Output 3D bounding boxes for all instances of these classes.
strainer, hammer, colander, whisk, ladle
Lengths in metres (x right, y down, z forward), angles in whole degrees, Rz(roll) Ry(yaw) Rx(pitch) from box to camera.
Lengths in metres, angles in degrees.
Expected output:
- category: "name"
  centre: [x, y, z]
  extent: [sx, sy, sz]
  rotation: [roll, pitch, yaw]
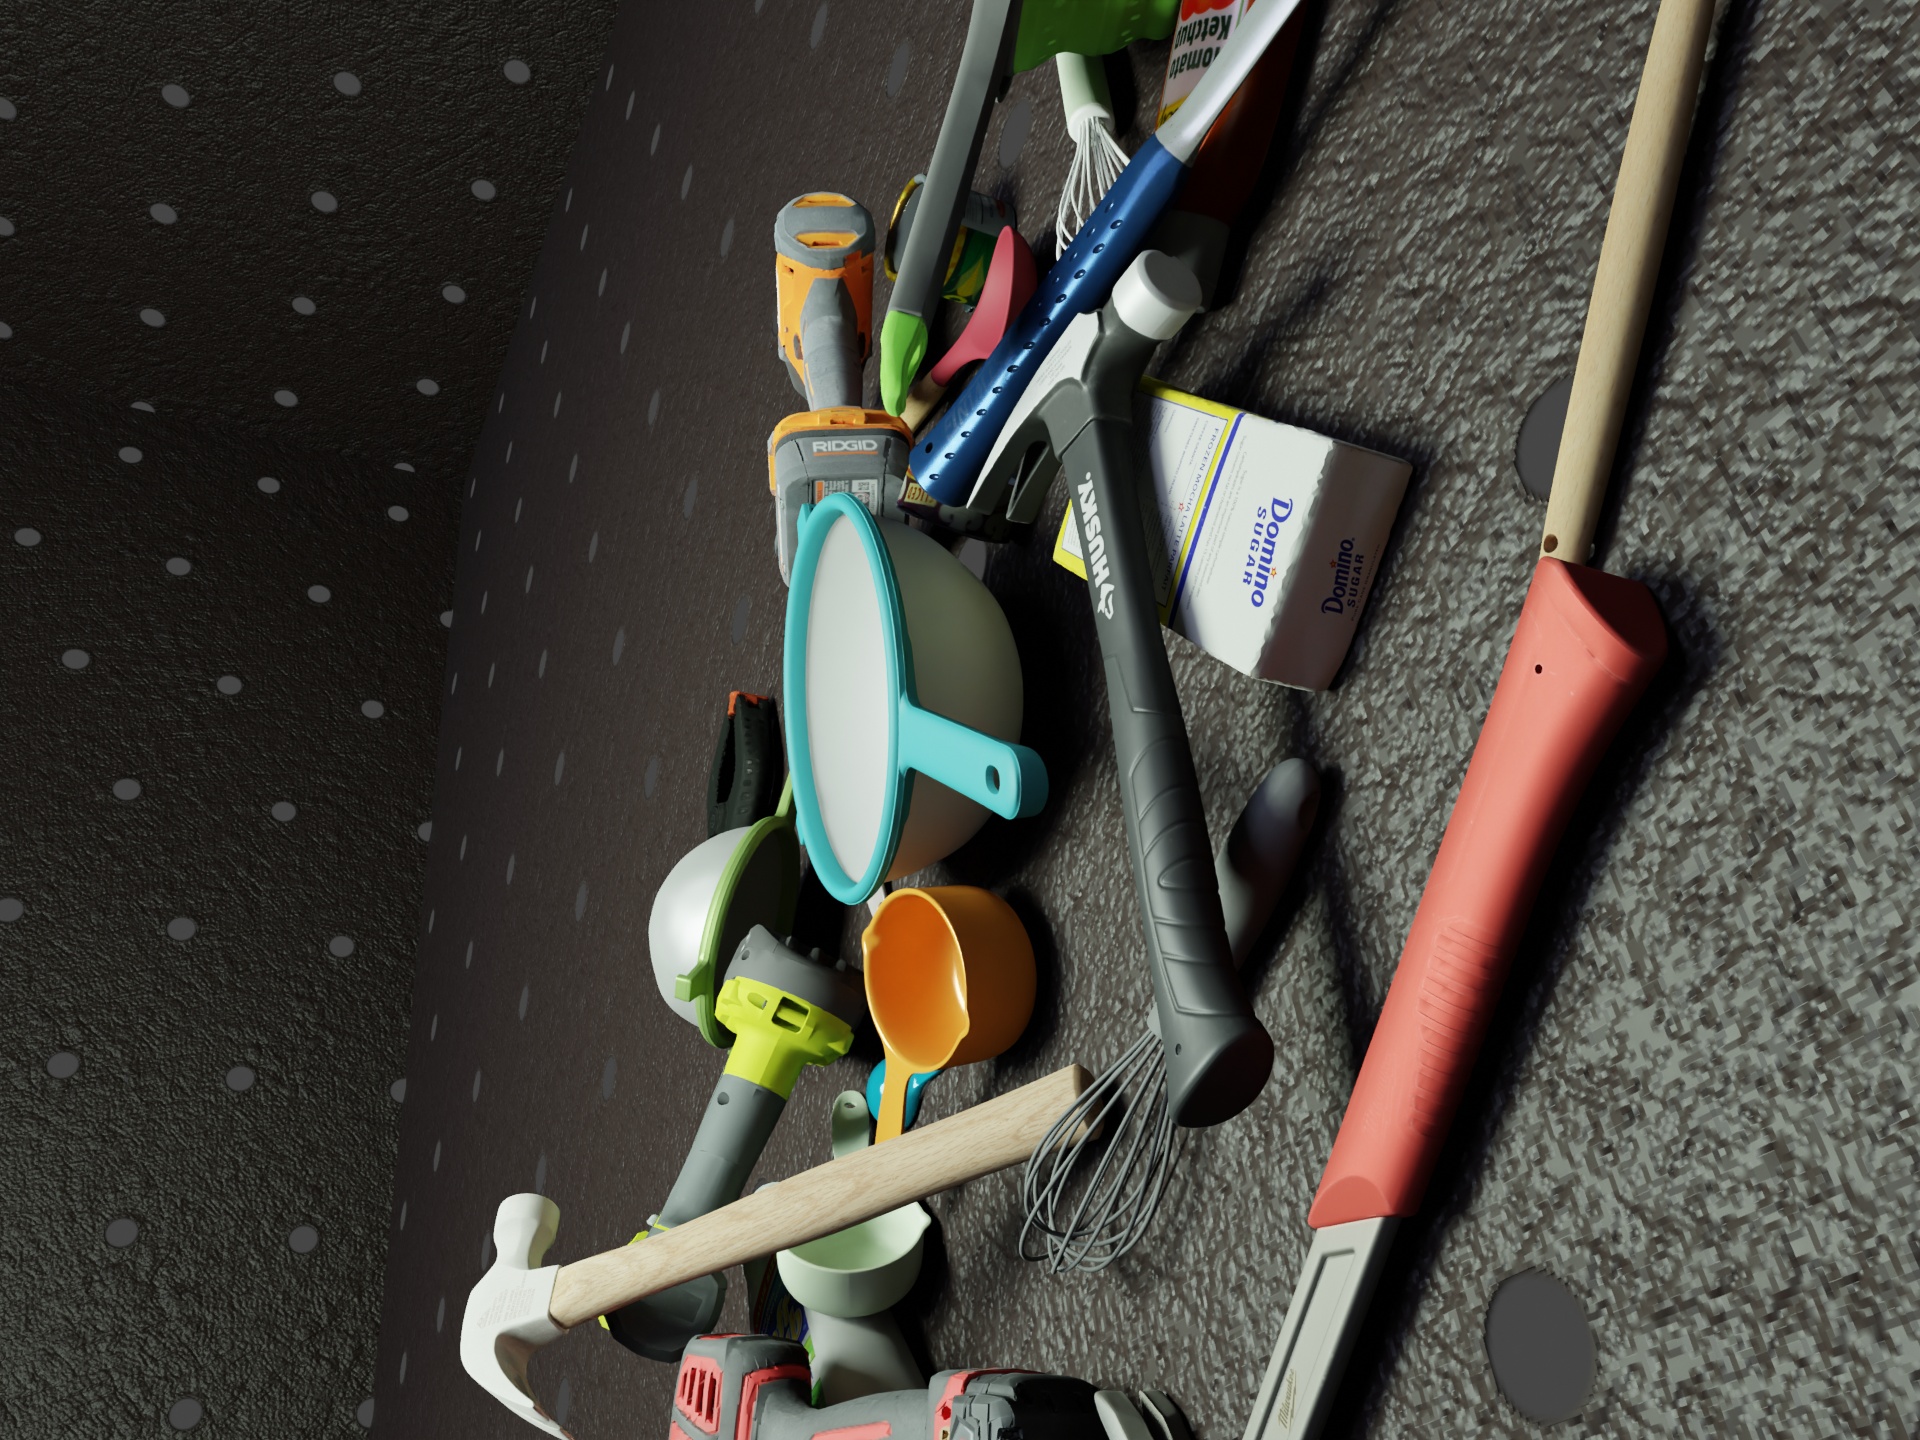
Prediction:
- category: "strainer"
  centre: [-0.146, 0.082, 1.039]
  extent: [0.151, 0.069, 0.256]
  rotation: [76, -153, -63]
- category: "hammer"
  centre: [0.135, 0.122, 0.511]
  extent: [0.149, 0.036, 0.359]
  rotation: [39, 116, 63]
- category: "hammer"
  centre: [0.097, -0.244, 0.662]
  extent: [0.405, 0.035, 0.144]
  rotation: [-51, 48, 34]
- category: "colander"
  centre: [0.052, -0.315, 0.738]
  extent: [0.204, 0.094, 0.397]
  rotation: [107, 178, -77]
- category: "strainer"
  centre: [-0.001, -0.002, 0.773]
  extent: [0.340, 0.095, 0.211]
  rotation: [-157, 66, -67]
- category: "whisk"
  centre: [0.070, -0.305, 0.829]
  extent: [0.058, 0.059, 0.247]
  rotation: [-20, 50, 20]
- category: "ladle"
  centre: [-0.024, -0.203, 1.004]
  extent: [0.315, 0.031, 0.069]
  rotation: [141, 134, -57]
- category: "ladle"
  centre: [0.204, -0.198, 0.476]
  extent: [0.078, 0.062, 0.320]
  rotation: [-157, 76, -65]
- category: "hammer"
  centre: [-0.088, 0.230, 0.722]
  extent: [0.331, 0.031, 0.130]
  rotation: [-24, 33, 15]
- category: "whisk"
  centre: [0.081, 0.120, 0.619]
  extent: [0.239, 0.055, 0.055]
  rotation: [-67, 27, 17]
- category: "hammer"
  centre: [0.066, -0.012, 0.616]
  extent: [0.146, 0.035, 0.335]
  rotation: [-45, 44, 48]

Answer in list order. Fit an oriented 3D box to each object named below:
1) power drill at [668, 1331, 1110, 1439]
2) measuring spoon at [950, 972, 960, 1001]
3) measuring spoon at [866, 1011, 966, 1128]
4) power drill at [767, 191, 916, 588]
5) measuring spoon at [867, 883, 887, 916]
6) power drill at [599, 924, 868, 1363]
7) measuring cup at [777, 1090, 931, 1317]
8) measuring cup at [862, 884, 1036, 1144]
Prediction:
- category: "power drill"
  centre: [-0.042, 0.335, 0.660]
  extent: [0.220, 0.078, 0.143]
  rotation: [-15, 62, 39]
- category: "measuring spoon"
  centre: [-0.020, 0.139, 0.875]
  extent: [0.117, 0.011, 0.021]
  rotation: [180, 102, -69]
- category: "measuring spoon"
  centre: [-0.021, 0.177, 0.840]
  extent: [0.128, 0.021, 0.042]
  rotation: [-54, 34, 42]
- category: "power drill"
  centre: [-0.079, -0.191, 0.989]
  extent: [0.164, 0.084, 0.227]
  rotation: [97, 168, -57]
- category: "measuring spoon"
  centre: [-0.054, 0.075, 0.972]
  extent: [0.034, 0.018, 0.124]
  rotation: [-55, 40, 41]
- category: "power drill"
  centre: [-0.133, 0.238, 0.889]
  extent: [0.171, 0.080, 0.223]
  rotation: [126, 169, -68]
- category: "measuring cup"
  centre: [-0.059, 0.257, 0.856]
  extent: [0.168, 0.083, 0.038]
  rotation: [-102, 12, -72]
- category: "measuring cup"
  centre: [-0.009, 0.163, 0.784]
  extent: [0.095, 0.052, 0.173]
  rotation: [31, 118, 50]
